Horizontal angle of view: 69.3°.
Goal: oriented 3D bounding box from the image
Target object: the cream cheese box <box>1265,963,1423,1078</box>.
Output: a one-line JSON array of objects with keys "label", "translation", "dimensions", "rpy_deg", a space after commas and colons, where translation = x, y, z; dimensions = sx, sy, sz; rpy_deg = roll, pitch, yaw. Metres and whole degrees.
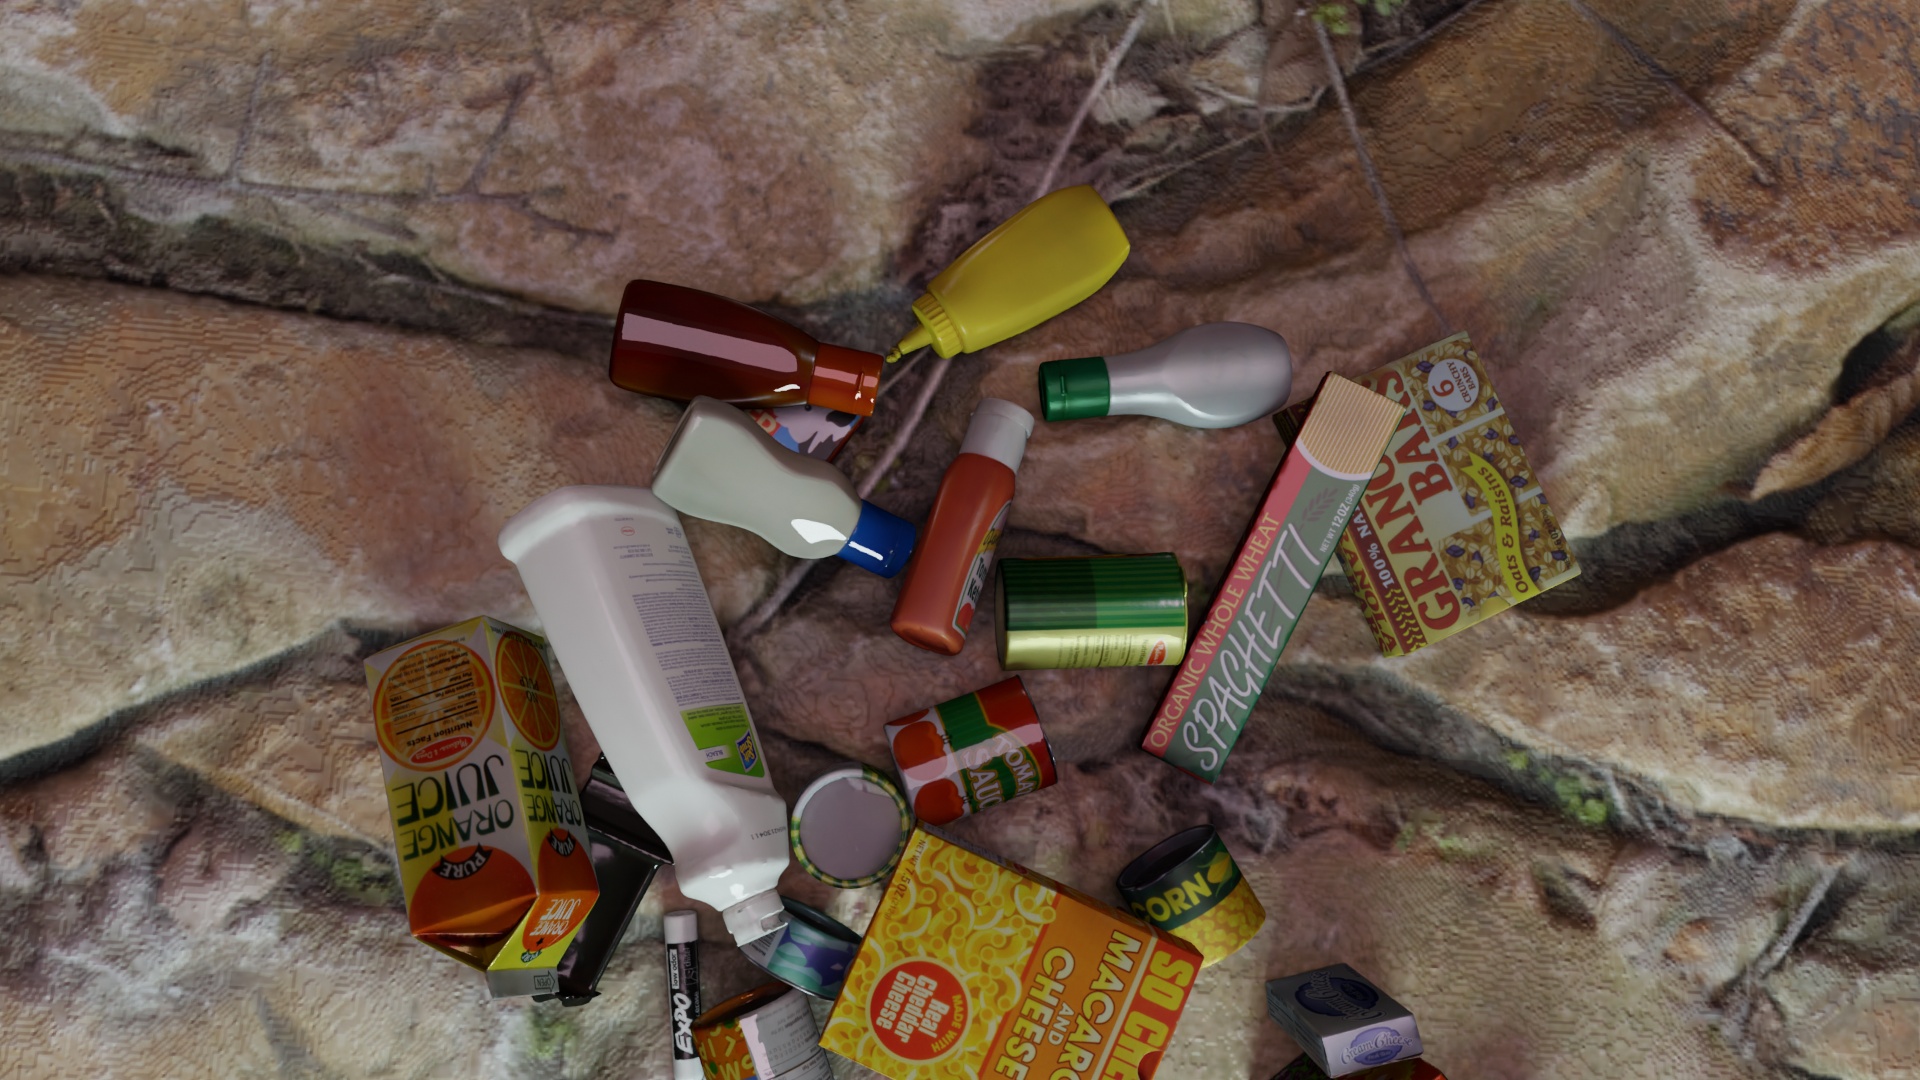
[{"label": "cream cheese box", "translation": [0.211, 0.266, 0.776], "dimensions": [0.053, 0.104, 0.024], "rpy_deg": [-12, 89, -5]}]

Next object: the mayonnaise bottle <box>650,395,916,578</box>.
[{"label": "mayonnaise bottle", "translation": [-0.097, -0.024, 0.790], "dimensions": [0.148, 0.041, 0.064], "rpy_deg": [26, 110, -21]}]

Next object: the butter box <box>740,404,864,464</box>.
[{"label": "butter box", "translation": [-0.113, -0.083, 0.822], "dimensions": [0.103, 0.024, 0.053], "rpy_deg": [37, 83, -1]}]

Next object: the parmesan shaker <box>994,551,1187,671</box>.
[{"label": "parmesan shaker", "translation": [0.074, 0.039, 0.803], "dimensions": [0.103, 0.071, 0.071], "rpy_deg": [-1, 84, -5]}]

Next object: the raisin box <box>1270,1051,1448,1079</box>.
[{"label": "raisin box", "translation": [0.217, 0.315, 0.761], "dimensions": [0.086, 0.123, 0.040], "rpy_deg": [-35, 88, -8]}]

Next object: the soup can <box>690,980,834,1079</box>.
[{"label": "soup can", "translation": [-0.107, 0.294, 0.764], "dimensions": [0.071, 0.071, 0.084], "rpy_deg": [-19, 85, -7]}]

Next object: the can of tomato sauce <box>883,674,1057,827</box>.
[{"label": "can of tomato sauce", "translation": [0.006, 0.122, 0.789], "dimensions": [0.083, 0.071, 0.071], "rpy_deg": [-19, 86, -6]}]

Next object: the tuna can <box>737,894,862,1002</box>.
[{"label": "tuna can", "translation": [-0.085, 0.226, 0.772], "dimensions": [0.071, 0.071, 0.033], "rpy_deg": [27, 82, -2]}]

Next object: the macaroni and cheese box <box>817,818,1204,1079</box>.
[{"label": "macaroni and cheese box", "translation": [0.027, 0.239, 0.731], "dimensions": [0.166, 0.040, 0.124], "rpy_deg": [24, 86, 2]}]

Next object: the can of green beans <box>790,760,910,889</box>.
[{"label": "can of green beans", "translation": [-0.062, 0.160, 0.784], "dimensions": [0.071, 0.057, 0.071], "rpy_deg": [1, 84, -5]}]

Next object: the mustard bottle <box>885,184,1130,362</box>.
[{"label": "mustard bottle", "translation": [0.021, -0.151, 0.829], "dimensions": [0.160, 0.049, 0.065], "rpy_deg": [-32, 88, -7]}]

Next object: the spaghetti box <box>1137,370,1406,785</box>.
[{"label": "spaghetti box", "translation": [0.180, 0.023, 0.811], "dimensions": [0.050, 0.029, 0.250], "rpy_deg": [27, 93, 6]}]

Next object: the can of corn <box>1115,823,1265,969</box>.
[{"label": "can of corn", "translation": [0.131, 0.205, 0.791], "dimensions": [0.071, 0.071, 0.058], "rpy_deg": [-31, 89, -7]}]

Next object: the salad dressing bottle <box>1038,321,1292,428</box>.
[{"label": "salad dressing bottle", "translation": [0.122, -0.097, 0.836], "dimensions": [0.148, 0.044, 0.064], "rpy_deg": [-6, 85, -5]}]

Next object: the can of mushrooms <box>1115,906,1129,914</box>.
[{"label": "can of mushrooms", "translation": [0.095, 0.242, 0.785], "dimensions": [0.033, 0.071, 0.071], "rpy_deg": [-33, 88, -8]}]

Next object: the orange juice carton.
[{"label": "orange juice carton", "translation": [-0.249, 0.145, 0.736], "dimensions": [0.073, 0.071, 0.193], "rpy_deg": [-19, 73, 5]}]

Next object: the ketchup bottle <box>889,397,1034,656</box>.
[{"label": "ketchup bottle", "translation": [0.003, -0.010, 0.809], "dimensions": [0.043, 0.064, 0.149], "rpy_deg": [17, 74, 10]}]

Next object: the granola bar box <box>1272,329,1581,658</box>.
[{"label": "granola bar box", "translation": [0.283, -0.029, 0.846], "dimensions": [0.124, 0.039, 0.165], "rpy_deg": [-24, 86, -7]}]

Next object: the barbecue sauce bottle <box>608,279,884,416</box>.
[{"label": "barbecue sauce bottle", "translation": [-0.119, -0.103, 0.788], "dimensions": [0.149, 0.044, 0.065], "rpy_deg": [12, 94, -4]}]
